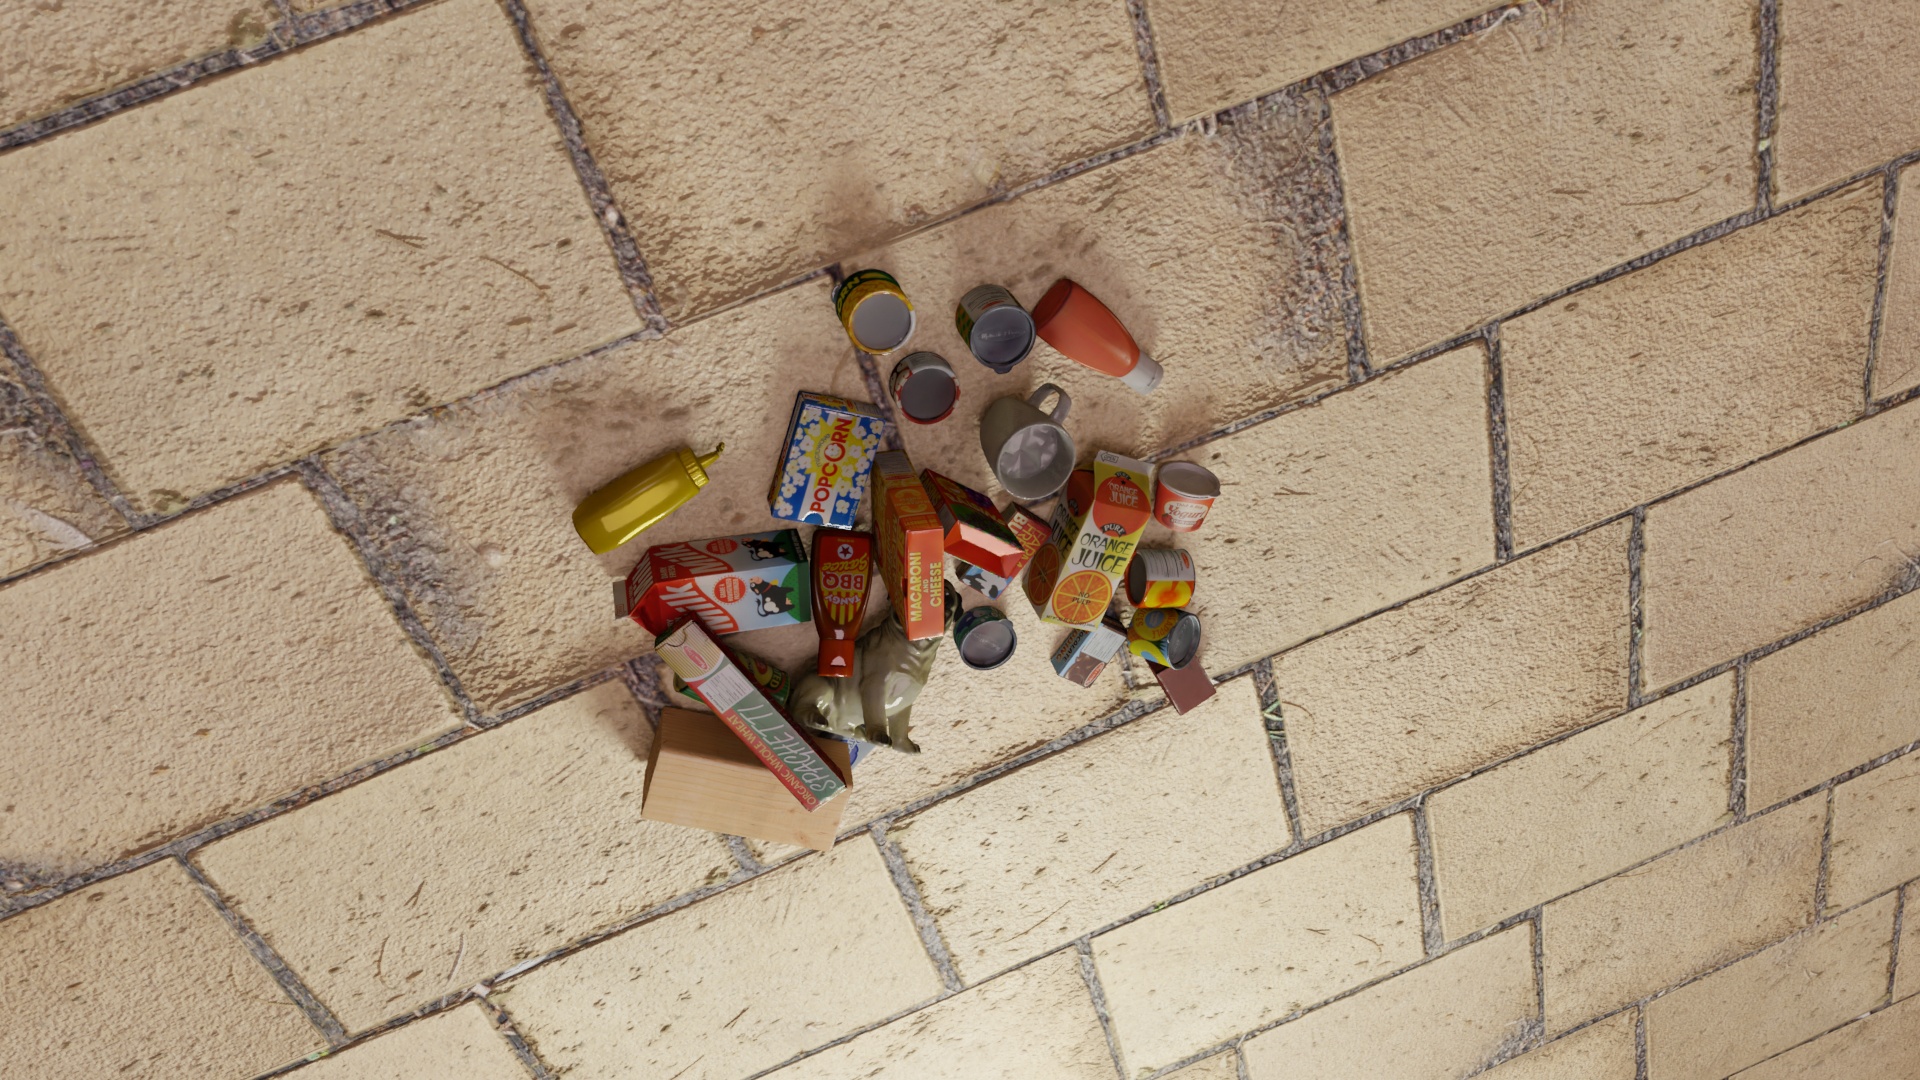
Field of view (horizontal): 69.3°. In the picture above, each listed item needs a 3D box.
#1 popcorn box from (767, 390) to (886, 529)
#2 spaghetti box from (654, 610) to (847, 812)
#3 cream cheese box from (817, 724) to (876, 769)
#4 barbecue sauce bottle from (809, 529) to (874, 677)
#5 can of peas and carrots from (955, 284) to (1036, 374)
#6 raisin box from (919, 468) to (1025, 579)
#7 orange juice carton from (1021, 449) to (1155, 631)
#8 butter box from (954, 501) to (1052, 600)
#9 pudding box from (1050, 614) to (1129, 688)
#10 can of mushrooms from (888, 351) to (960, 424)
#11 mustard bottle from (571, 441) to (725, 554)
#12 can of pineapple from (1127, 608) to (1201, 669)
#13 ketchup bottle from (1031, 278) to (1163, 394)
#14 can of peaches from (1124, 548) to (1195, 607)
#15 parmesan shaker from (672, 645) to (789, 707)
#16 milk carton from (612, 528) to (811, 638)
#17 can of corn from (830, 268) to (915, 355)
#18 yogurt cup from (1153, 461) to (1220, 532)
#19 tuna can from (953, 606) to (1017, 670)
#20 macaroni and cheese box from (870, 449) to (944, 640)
[{"bbox_3d":[-0.134,-0.079,1.375,0.085,0.038,0.126,9,115,-23],"label":"popcorn box"},{"bbox_3d":[-0.207,0.175,1.392,0.050,0.029,0.249,-36,113,5],"label":"spaghetti box"},{"bbox_3d":[-0.143,0.241,1.564,0.053,0.024,0.103,37,103,-31],"label":"cream cheese box"},{"bbox_3d":[-0.124,0.064,1.415,0.065,0.043,0.148,4,85,-14],"label":"barbecue sauce bottle"},{"bbox_3d":[0.034,-0.205,1.343,0.071,0.059,0.070,-8,122,-13],"label":"can of peas and carrots"},{"bbox_3d":[0.005,-0.018,1.403,0.086,0.124,0.040,23,109,-27],"label":"raisin box"},{"bbox_3d":[0.140,-0.005,1.482,0.072,0.073,0.191,13,114,-23],"label":"orange juice carton"},{"bbox_3d":[0.046,0.012,1.492,0.053,0.024,0.103,32,106,-29],"label":"butter box"},{"bbox_3d":[0.147,0.123,1.584,0.049,0.030,0.083,25,109,-29],"label":"pudding box"},{"bbox_3d":[-0.035,-0.148,1.370,0.071,0.033,0.070,-8,121,-14],"label":"can of mushrooms"},{"bbox_3d":[-0.292,-0.047,1.330,0.160,0.065,0.048,-31,119,-3],"label":"mustard bottle"},{"bbox_3d":[0.229,0.105,1.567,0.071,0.058,0.070,-21,118,-44],"label":"can of pineapple"},{"bbox_3d":[0.141,-0.197,1.390,0.148,0.044,0.064,31,107,-30],"label":"ketchup bottle"},{"bbox_3d":[0.219,0.044,1.540,0.058,0.071,0.071,0,119,-17],"label":"can of peaches"},{"bbox_3d":[-0.239,0.149,1.453,0.103,0.071,0.071,29,107,-29],"label":"parmesan shaker"},{"bbox_3d":[-0.250,0.047,1.390,0.191,0.072,0.073,-7,121,-13],"label":"milk carton"},{"bbox_3d":[-0.082,-0.214,1.302,0.071,0.058,0.070,-8,121,-13],"label":"can of corn"},{"bbox_3d":[0.241,-0.046,1.498,0.072,0.073,0.053,0,127,-17],"label":"yogurt cup"},{"bbox_3d":[0.028,0.106,1.535,0.071,0.033,0.070,-8,121,-13],"label":"tuna can"},{"bbox_3d":[-0.054,0.002,1.369,0.040,0.167,0.123,-7,121,-12],"label":"macaroni and cheese box"}]
